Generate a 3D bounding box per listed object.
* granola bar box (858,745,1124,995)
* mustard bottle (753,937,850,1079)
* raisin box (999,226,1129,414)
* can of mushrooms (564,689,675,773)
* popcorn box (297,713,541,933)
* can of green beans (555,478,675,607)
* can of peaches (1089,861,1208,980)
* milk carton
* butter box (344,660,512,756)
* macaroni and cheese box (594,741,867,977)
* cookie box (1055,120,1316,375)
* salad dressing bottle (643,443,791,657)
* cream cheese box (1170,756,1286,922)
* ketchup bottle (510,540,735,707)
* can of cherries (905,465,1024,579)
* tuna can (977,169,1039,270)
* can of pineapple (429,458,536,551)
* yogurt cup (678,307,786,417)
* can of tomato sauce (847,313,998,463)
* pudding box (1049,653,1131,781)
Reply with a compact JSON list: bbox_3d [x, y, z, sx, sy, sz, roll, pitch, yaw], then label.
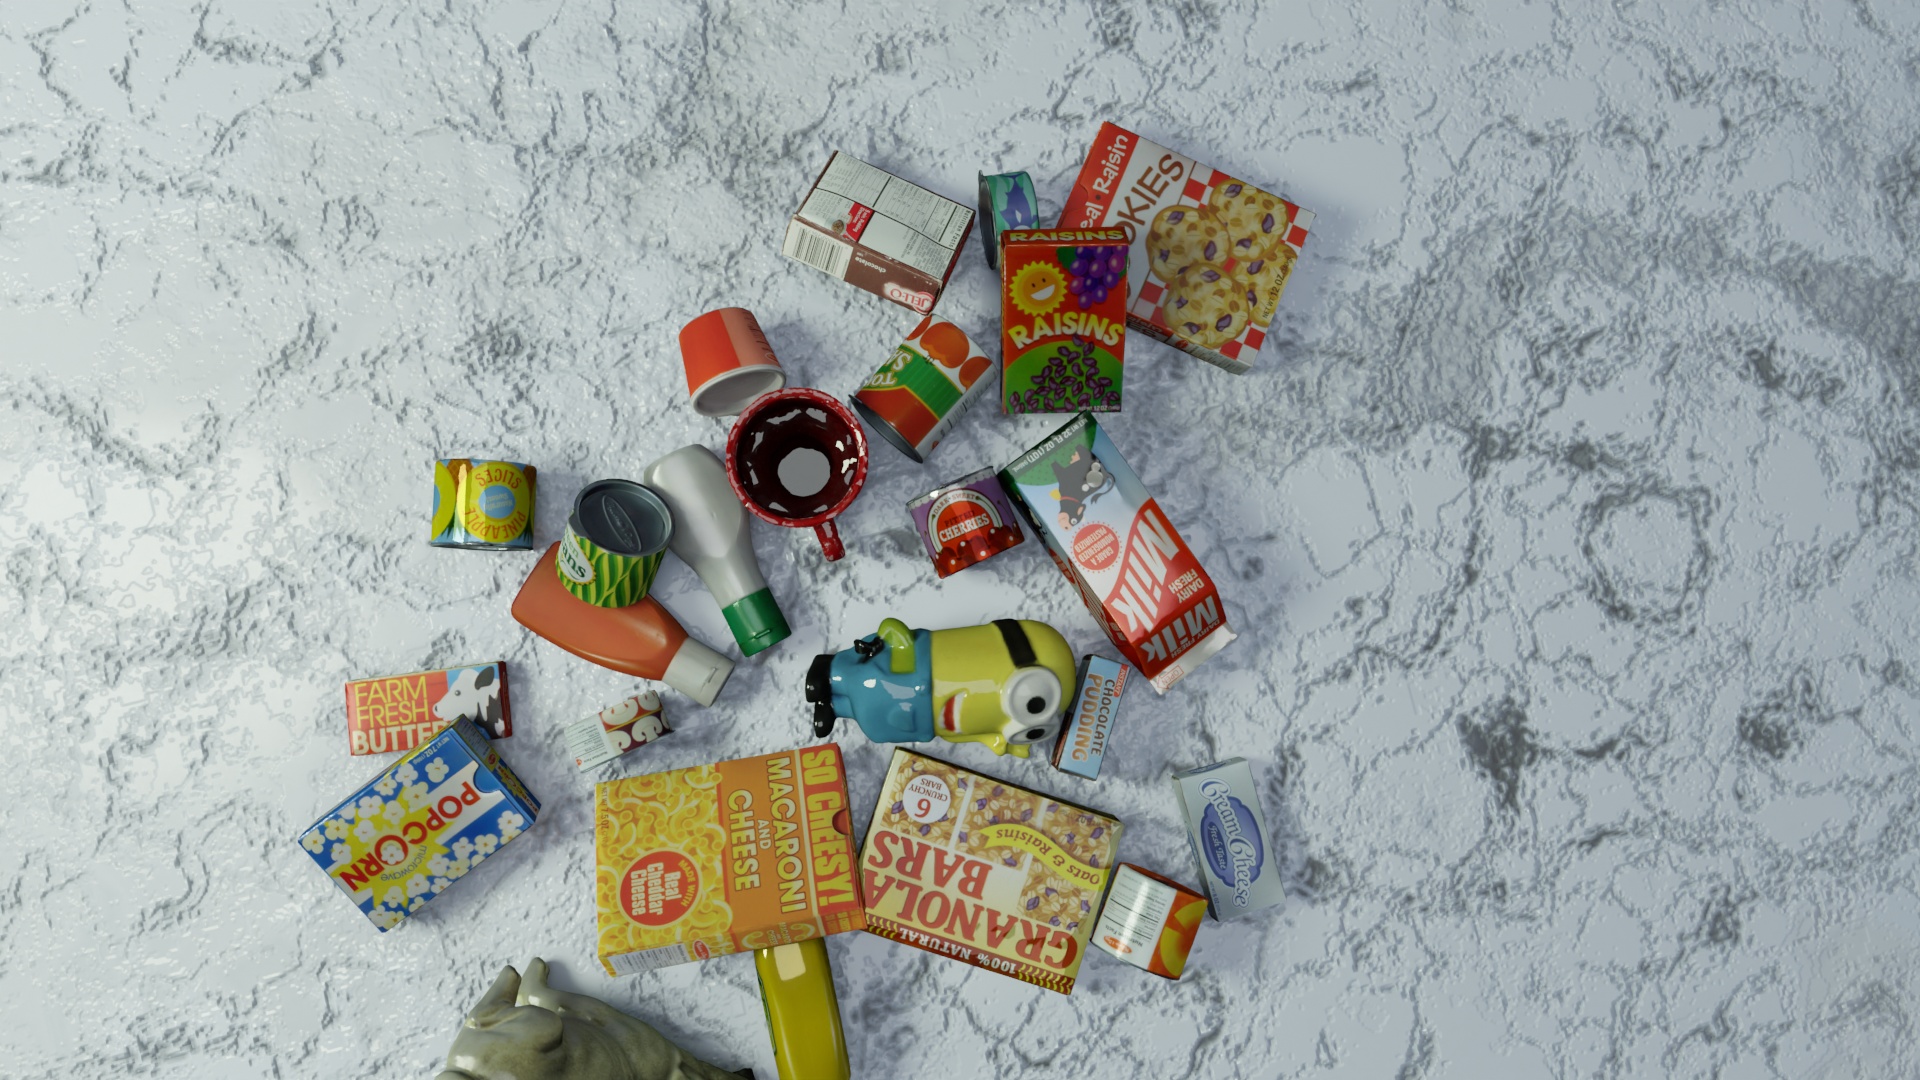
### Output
[{"bbox_3d":[0.014,0.225,0.955,0.166,0.039,0.124,19,84,-3],"label":"granola bar box"},{"bbox_3d":[-0.103,0.329,0.928,0.049,0.065,0.160,-11,90,-9],"label":"mustard bottle"},{"bbox_3d":[0.071,-0.151,0.955,0.086,0.040,0.122,-1,120,0],"label":"raisin box"},{"bbox_3d":[-0.227,0.127,0.932,0.071,0.071,0.033,-24,88,-5],"label":"can of mushrooms"},{"bbox_3d":[-0.355,0.187,0.917,0.127,0.038,0.085,-36,101,1],"label":"popcorn box"},{"bbox_3d":[-0.228,0.002,0.917,0.071,0.057,0.071,17,44,-17],"label":"can of green beans"},{"bbox_3d":[0.130,0.259,0.950,0.071,0.071,0.058,22,85,-3],"label":"can of peaches"},{"bbox_3d":[0.109,0.010,0.960,0.072,0.073,0.190,-36,90,-6],"label":"milk carton"},{"bbox_3d":[-0.360,0.114,0.943,0.103,0.024,0.053,-7,86,-5],"label":"butter box"},{"bbox_3d":[-0.153,0.207,0.913,0.167,0.040,0.124,-10,52,-5],"label":"macaroni and cheese box"},{"bbox_3d":[0.152,-0.209,0.995,0.167,0.040,0.123,23,85,-2],"label":"cookie box"},{"bbox_3d":[-0.165,0.008,0.956,0.064,0.044,0.147,-27,89,-10],"label":"salad dressing bottle"},{"bbox_3d":[0.189,0.209,0.977,0.053,0.024,0.104,-15,88,-6],"label":"cream cheese box"},{"bbox_3d":[-0.226,0.062,0.946,0.149,0.043,0.065,30,74,-2],"label":"ketchup bottle"},{"bbox_3d":[0.003,-0.012,0.955,0.071,0.071,0.058,-24,89,-5],"label":"can of cherries"},{"bbox_3d":[0.033,-0.227,0.975,0.033,0.071,0.071,-8,87,-6],"label":"tuna can"},{"bbox_3d":[-0.319,-0.023,0.933,0.071,0.071,0.058,2,86,-4],"label":"can of pineapple"},{"bbox_3d":[-0.160,-0.124,0.954,0.072,0.072,0.054,-20,76,-5],"label":"yogurt cup"},{"bbox_3d":[-0.026,-0.107,0.962,0.071,0.071,0.083,41,84,-1],"label":"can of tomato sauce"},{"bbox_3d":[0.089,0.122,0.963,0.030,0.049,0.084,18,84,-1],"label":"pudding box"}]
